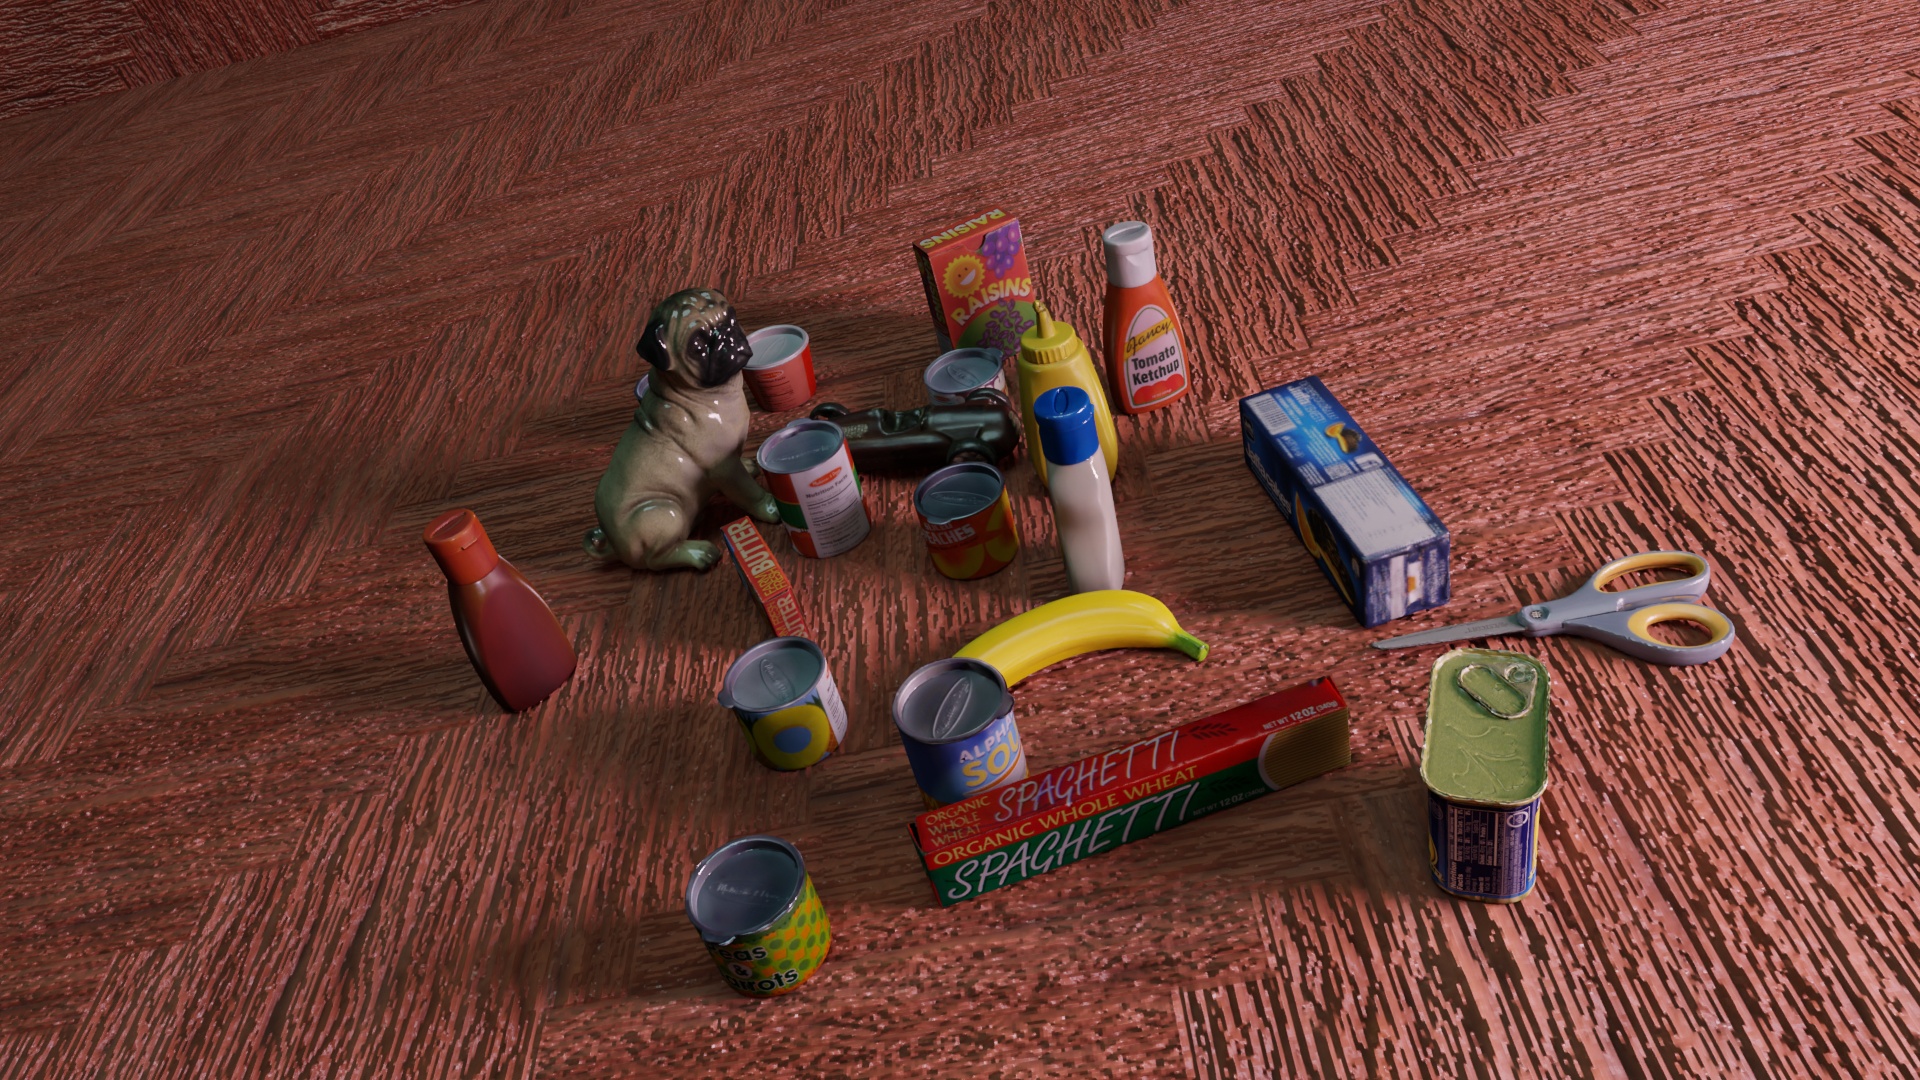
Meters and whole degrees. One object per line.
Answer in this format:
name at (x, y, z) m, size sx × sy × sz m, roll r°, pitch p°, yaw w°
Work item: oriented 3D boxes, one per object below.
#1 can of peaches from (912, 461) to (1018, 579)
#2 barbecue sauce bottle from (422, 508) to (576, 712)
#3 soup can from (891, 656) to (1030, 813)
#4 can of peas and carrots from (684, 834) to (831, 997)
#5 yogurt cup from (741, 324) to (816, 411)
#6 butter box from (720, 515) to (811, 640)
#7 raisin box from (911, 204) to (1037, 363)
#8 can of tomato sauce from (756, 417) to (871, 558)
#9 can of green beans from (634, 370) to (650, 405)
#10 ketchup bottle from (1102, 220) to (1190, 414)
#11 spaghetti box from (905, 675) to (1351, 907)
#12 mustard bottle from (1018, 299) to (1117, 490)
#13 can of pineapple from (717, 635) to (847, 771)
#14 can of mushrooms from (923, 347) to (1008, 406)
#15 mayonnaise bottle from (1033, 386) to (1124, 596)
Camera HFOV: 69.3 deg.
can of peaches at (0.004, -0.012, 0.988) m, size 0.071 × 0.057 × 0.071 m, roll -10°, pitch 38°, yaw 8°
barbecue sauce bottle at (-0.319, 0.046, 0.953) m, size 0.044 × 0.147 × 0.065 m, roll 19°, pitch 49°, yaw 37°
soup can at (0.005, 0.120, 0.800) m, size 0.071 × 0.083 × 0.072 m, roll -10°, pitch 38°, yaw 8°
can of peas and carrots at (-0.109, 0.206, 0.753) m, size 0.071 × 0.058 × 0.071 m, roll -10°, pitch 38°, yaw 8°
yogurt cup at (-0.160, -0.150, 1.222) m, size 0.072 × 0.053 × 0.073 m, roll -10°, pitch 38°, yaw 8°
butter box at (-0.139, 0.031, 0.988) m, size 0.024 × 0.053 × 0.104 m, roll -25°, pitch 38°, yaw -12°
raisin box at (0.016, -0.210, 1.180) m, size 0.086 × 0.122 × 0.040 m, roll -26°, pitch 38°, yaw -13°
can of tomato sauce at (-0.109, -0.039, 1.041) m, size 0.071 × 0.082 × 0.071 m, roll -10°, pitch 38°, yaw 8°
can of green beans at (-0.241, -0.115, 1.203) m, size 0.071 × 0.057 × 0.071 m, roll -10°, pitch 38°, yaw 8°
ketchup bottle at (0.137, -0.171, 1.068) m, size 0.065 × 0.148 × 0.044 m, roll -22°, pitch 38°, yaw -8°
spaghetti box at (0.096, 0.140, 0.771) m, size 0.250 × 0.050 × 0.029 m, roll -18°, pitch 37°, yaw -4°
mustard bottle at (0.073, -0.107, 0.999) m, size 0.065 × 0.159 × 0.049 m, roll -14°, pitch 37°, yaw 3°
can of pineapple at (-0.112, 0.104, 0.882) m, size 0.071 × 0.057 × 0.071 m, roll -10°, pitch 38°, yaw 8°
can of mushrooms at (0.007, -0.130, 1.155) m, size 0.071 × 0.033 × 0.071 m, roll -10°, pitch 38°, yaw 8°
mayonnaise bottle at (0.078, -0.031, 0.912) m, size 0.041 × 0.147 × 0.065 m, roll -8°, pitch 38°, yaw 10°
